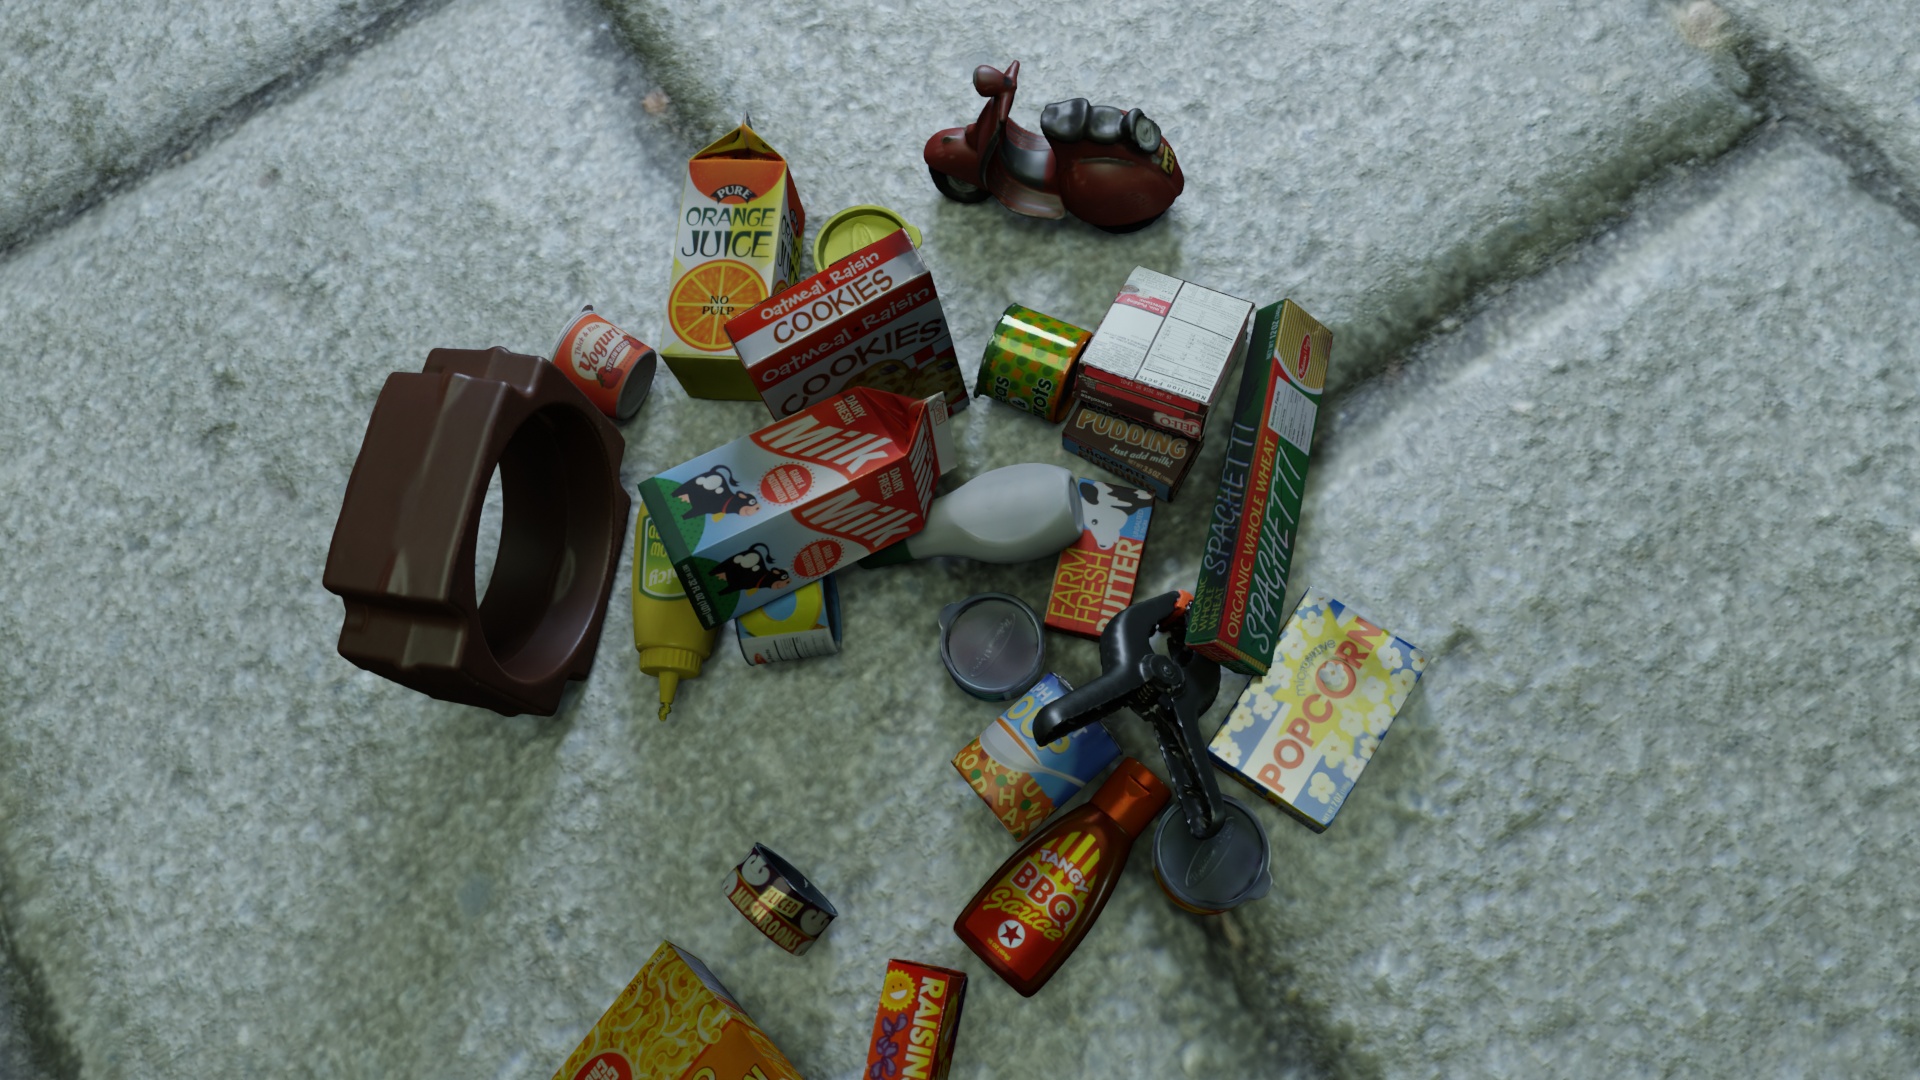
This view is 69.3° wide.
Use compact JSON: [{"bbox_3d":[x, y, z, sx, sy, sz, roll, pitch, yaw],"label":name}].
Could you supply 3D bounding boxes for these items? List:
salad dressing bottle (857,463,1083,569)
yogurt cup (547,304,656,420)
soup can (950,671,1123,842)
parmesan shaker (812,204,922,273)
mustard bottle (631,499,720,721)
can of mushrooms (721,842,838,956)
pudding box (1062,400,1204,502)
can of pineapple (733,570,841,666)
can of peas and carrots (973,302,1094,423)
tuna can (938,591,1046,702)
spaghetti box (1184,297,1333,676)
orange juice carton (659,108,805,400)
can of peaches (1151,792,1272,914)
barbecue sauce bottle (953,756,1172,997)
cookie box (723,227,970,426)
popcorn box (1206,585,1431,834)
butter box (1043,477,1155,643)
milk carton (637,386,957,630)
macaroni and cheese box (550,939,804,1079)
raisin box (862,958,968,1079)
[{"bbox_3d":[0.003,-0.011,0.895,0.147,0.044,0.064,-10,58,16],"label":"salad dressing bottle"},{"bbox_3d":[-0.247,-0.118,0.960,0.054,0.072,0.072,24,76,5],"label":"yogurt cup"},{"bbox_3d":[0.045,0.129,0.841,0.084,0.071,0.071,-40,72,-7],"label":"soup can"},{"bbox_3d":[-0.054,-0.171,0.936,0.071,0.103,0.071,-2,72,6],"label":"parmesan shaker"},{"bbox_3d":[-0.183,0.038,0.907,0.065,0.048,0.160,0,71,8],"label":"mustard bottle"},{"bbox_3d":[-0.108,0.214,0.828,0.071,0.071,0.033,39,82,16],"label":"can of mushrooms"},{"bbox_3d":[0.115,-0.068,0.922,0.084,0.030,0.050,29,76,14],"label":"pudding box"},{"bbox_3d":[-0.110,0.042,0.889,0.058,0.071,0.071,-8,71,3],"label":"can of pineapple"},{"bbox_3d":[0.050,-0.116,0.926,0.059,0.070,0.071,23,76,12],"label":"can of peas and carrots"},{"bbox_3d":[0.019,0.067,0.885,0.071,0.032,0.071,-2,71,5],"label":"tuna can"},{"bbox_3d":[0.191,-0.037,0.876,0.050,0.028,0.251,30,63,-28],"label":"spaghetti box"},{"bbox_3d":[-0.154,-0.200,0.973,0.073,0.071,0.193,2,72,6],"label":"orange juice carton"},{"bbox_3d":[0.148,0.187,0.818,0.071,0.058,0.071,-2,71,5],"label":"can of peaches"},{"bbox_3d":[0.066,0.196,0.831,0.065,0.043,0.149,39,79,18],"label":"barbecue sauce bottle"},{"bbox_3d":[-0.067,-0.111,0.882,0.123,0.167,0.040,-30,65,-4],"label":"cookie box"},{"bbox_3d":[0.217,0.103,0.849,0.085,0.038,0.127,32,77,15],"label":"popcorn box"},{"bbox_3d":[0.090,0.014,0.900,0.053,0.024,0.104,12,73,10],"label":"butter box"},{"bbox_3d":[-0.090,-0.029,0.853,0.191,0.072,0.074,-25,52,-11],"label":"milk carton"},{"bbox_3d":[-0.156,0.322,0.772,0.124,0.040,0.167,-51,43,-10],"label":"macaroni and cheese box"},{"bbox_3d":[-0.030,0.302,0.782,0.040,0.086,0.123,9,73,10],"label":"raisin box"}]
